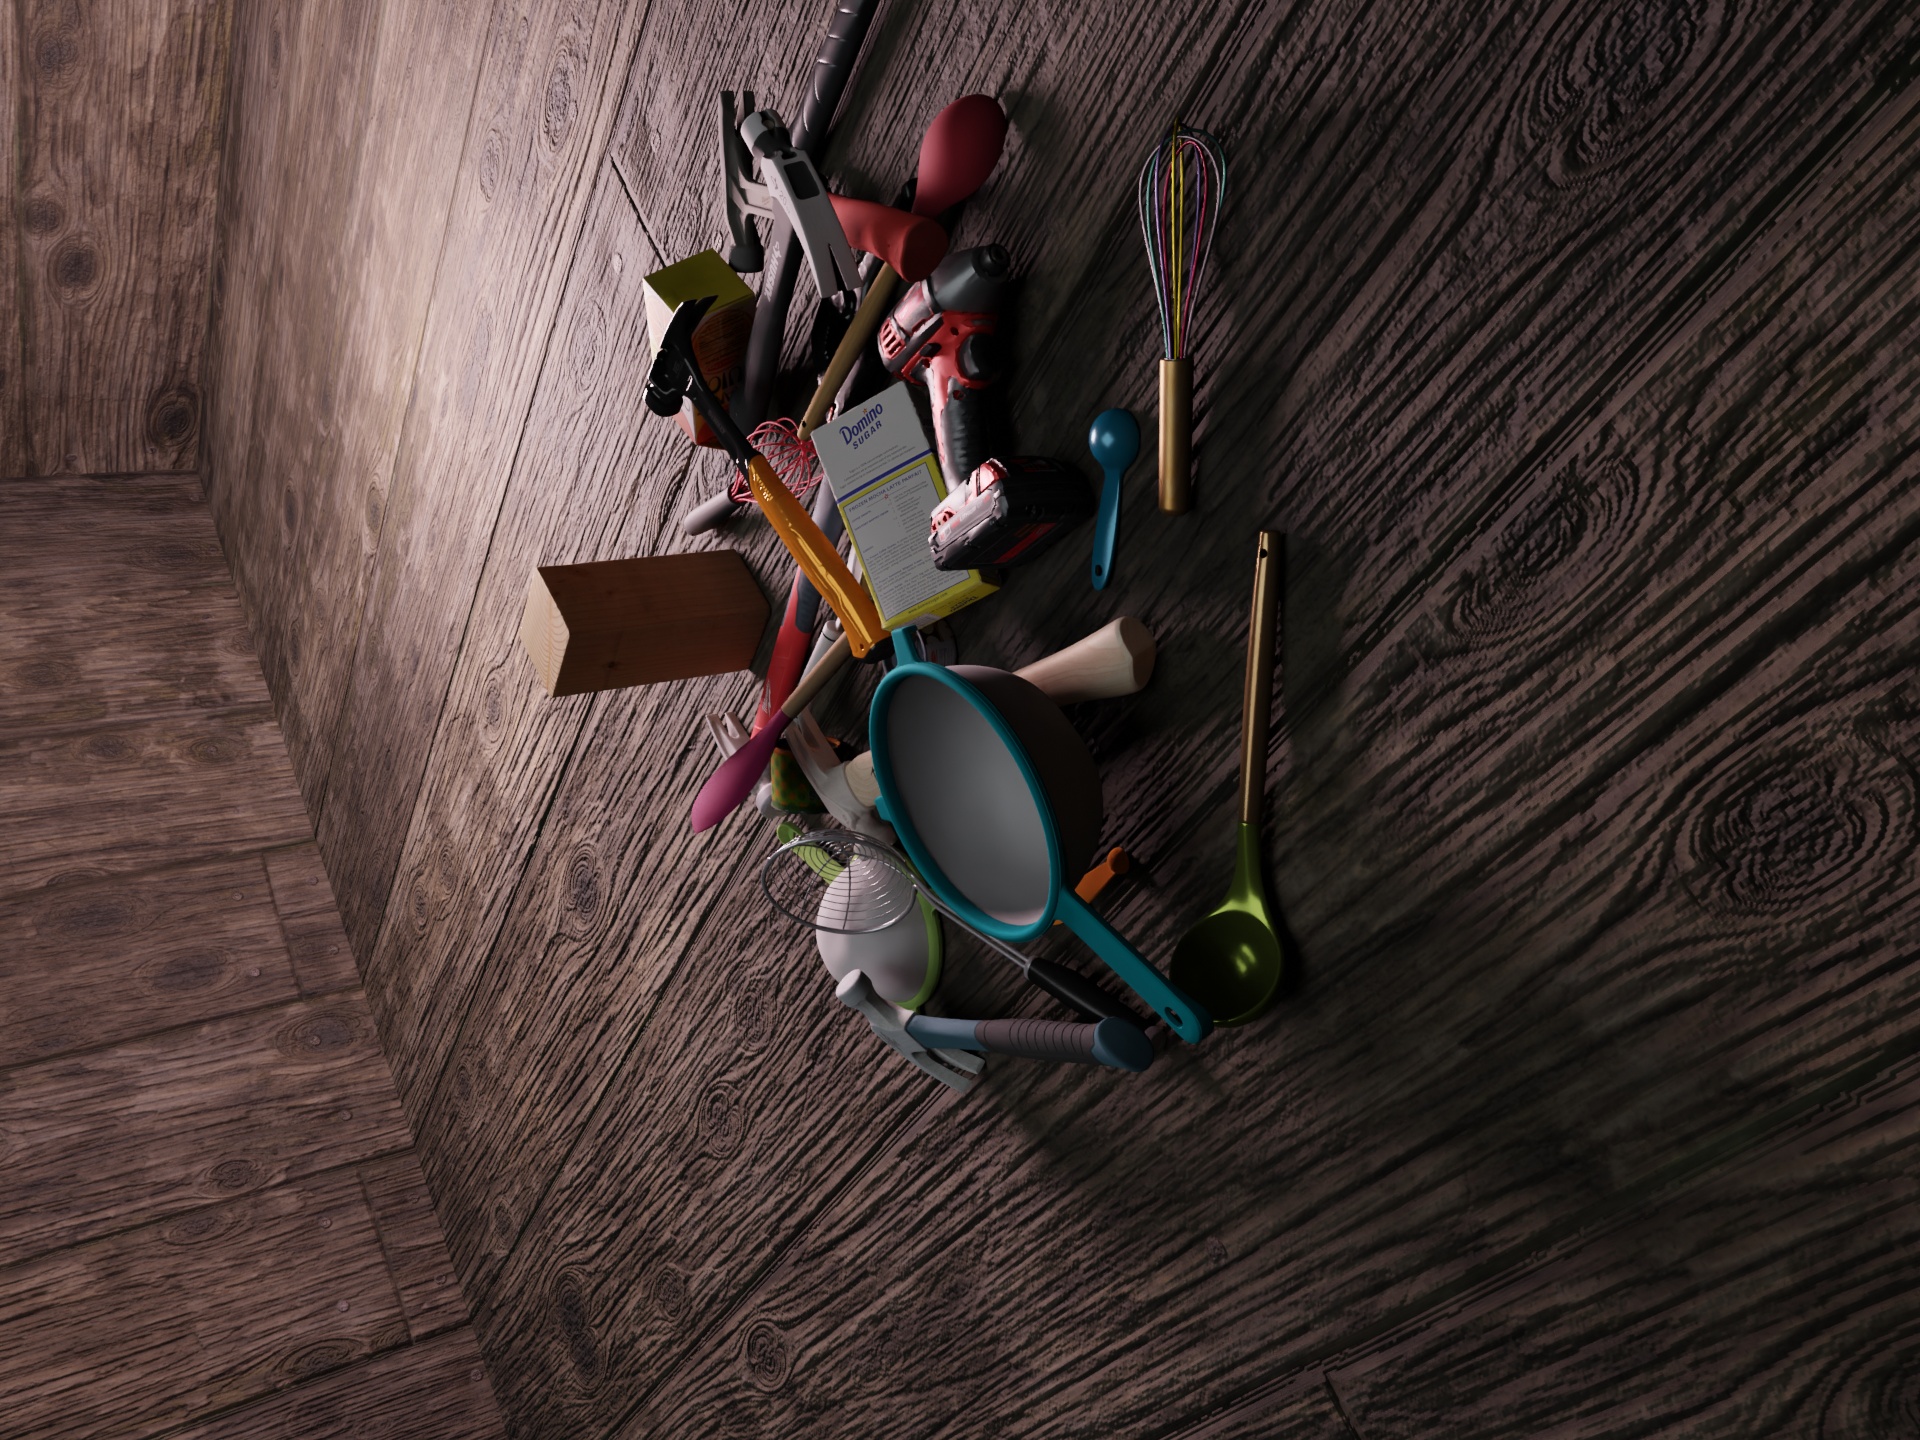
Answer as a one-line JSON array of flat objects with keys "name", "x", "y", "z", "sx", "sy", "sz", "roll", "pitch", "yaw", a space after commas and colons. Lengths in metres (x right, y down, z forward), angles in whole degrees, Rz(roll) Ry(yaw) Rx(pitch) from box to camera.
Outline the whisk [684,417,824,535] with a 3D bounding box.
[{"name": "whisk", "x": -0.199, "y": -0.215, "z": 1.474, "sx": 0.296, "sy": 0.073, "sz": 0.073, "roll": -17, "pitch": 85, "yaw": 60}]

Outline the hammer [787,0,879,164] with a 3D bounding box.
[{"name": "hammer", "x": -0.060, "y": -0.573, "z": 1.208, "sx": 0.149, "sy": 0.036, "sz": 0.408, "roll": 62, "pitch": 142, "yaw": 22}]

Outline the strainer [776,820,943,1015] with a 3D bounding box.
[{"name": "strainer", "x": -0.115, "y": 0.164, "z": 1.438, "sx": 0.257, "sy": 0.069, "sz": 0.151, "roll": 36, "pitch": 127, "yaw": 43}]

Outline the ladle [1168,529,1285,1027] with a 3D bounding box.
[{"name": "ladle", "x": 0.179, "y": 0.040, "z": 1.008, "sx": 0.078, "sy": 0.062, "sz": 0.320, "roll": 12, "pitch": 106, "yaw": 38}]

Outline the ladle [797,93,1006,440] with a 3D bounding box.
[{"name": "ladle", "x": -0.057, "y": -0.338, "z": 1.225, "sx": 0.069, "sy": 0.031, "sz": 0.315, "roll": 53, "pitch": 130, "yaw": 23}]

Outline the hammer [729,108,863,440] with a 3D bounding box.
[{"name": "hammer", "x": -0.151, "y": -0.325, "z": 1.295, "sx": 0.146, "sy": 0.035, "sz": 0.334, "roll": 62, "pitch": 158, "yaw": 13}]

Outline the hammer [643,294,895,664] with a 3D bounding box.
[{"name": "hammer", "x": -0.150, "y": -0.188, "z": 1.298, "sx": 0.337, "sy": 0.034, "sz": 0.127, "roll": 55, "pitch": 140, "yaw": 15}]

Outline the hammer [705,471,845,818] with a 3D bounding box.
[{"name": "hammer", "x": -0.157, "y": -0.094, "z": 1.461, "sx": 0.143, "sy": 0.038, "sz": 0.386, "roll": 53, "pitch": 137, "yaw": 35}]

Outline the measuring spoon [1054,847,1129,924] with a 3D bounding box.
[{"name": "measuring spoon", "x": 0.091, "y": 0.126, "z": 1.188, "sx": 0.117, "sy": 0.011, "sz": 0.021, "roll": -48, "pitch": 60, "yaw": 48}]

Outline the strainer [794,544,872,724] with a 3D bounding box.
[{"name": "strainer", "x": -0.103, "y": -0.083, "z": 1.362, "sx": 0.087, "sy": 0.050, "sz": 0.258, "roll": -96, "pitch": 28, "yaw": -51}]

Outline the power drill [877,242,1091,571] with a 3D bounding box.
[{"name": "power drill", "x": 0.013, "y": -0.230, "z": 1.158, "sx": 0.143, "sy": 0.078, "sz": 0.220, "roll": -33, "pitch": 68, "yaw": 53}]

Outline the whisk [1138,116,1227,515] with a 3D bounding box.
[{"name": "whisk", "x": 0.139, "y": -0.252, "z": 1.009, "sx": 0.047, "sy": 0.051, "sz": 0.245, "roll": -131, "pitch": 37, "yaw": -66}]

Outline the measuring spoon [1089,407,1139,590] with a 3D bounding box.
[{"name": "measuring spoon", "x": 0.097, "y": -0.151, "z": 1.100, "sx": 0.042, "sy": 0.021, "sz": 0.128, "roll": 28, "pitch": 120, "yaw": 48}]

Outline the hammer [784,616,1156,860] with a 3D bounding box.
[{"name": "hammer", "x": -0.002, "y": -0.004, "z": 1.234, "sx": 0.410, "sy": 0.038, "sz": 0.146, "roll": -28, "pitch": 95, "yaw": 50}]

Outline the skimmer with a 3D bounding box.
[{"name": "skimmer", "x": -0.007, "y": 0.184, "z": 1.234, "sx": 0.364, "sy": 0.090, "sz": 0.127, "roll": 28, "pitch": 149, "yaw": 37}]

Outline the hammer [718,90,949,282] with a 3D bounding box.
[{"name": "hammer", "x": -0.109, "y": -0.405, "z": 1.239, "sx": 0.359, "sy": 0.036, "sz": 0.149, "roll": 37, "pitch": 132, "yaw": 53}]

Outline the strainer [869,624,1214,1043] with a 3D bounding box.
[{"name": "strainer", "x": 0.072, "y": 0.081, "z": 1.090, "sx": 0.341, "sy": 0.095, "sz": 0.210, "roll": 43, "pitch": 144, "yaw": 30}]

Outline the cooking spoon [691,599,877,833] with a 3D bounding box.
[{"name": "cooking spoon", "x": -0.129, "y": -0.025, "z": 1.328, "sx": 0.319, "sy": 0.017, "sz": 0.069, "roll": -47, "pitch": 32, "yaw": 15}]

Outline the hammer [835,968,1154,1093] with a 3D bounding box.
[{"name": "hammer", "x": 0.028, "y": 0.242, "z": 1.220, "sx": 0.128, "sy": 0.033, "sz": 0.331, "roll": 46, "pitch": 152, "yaw": -19}]
